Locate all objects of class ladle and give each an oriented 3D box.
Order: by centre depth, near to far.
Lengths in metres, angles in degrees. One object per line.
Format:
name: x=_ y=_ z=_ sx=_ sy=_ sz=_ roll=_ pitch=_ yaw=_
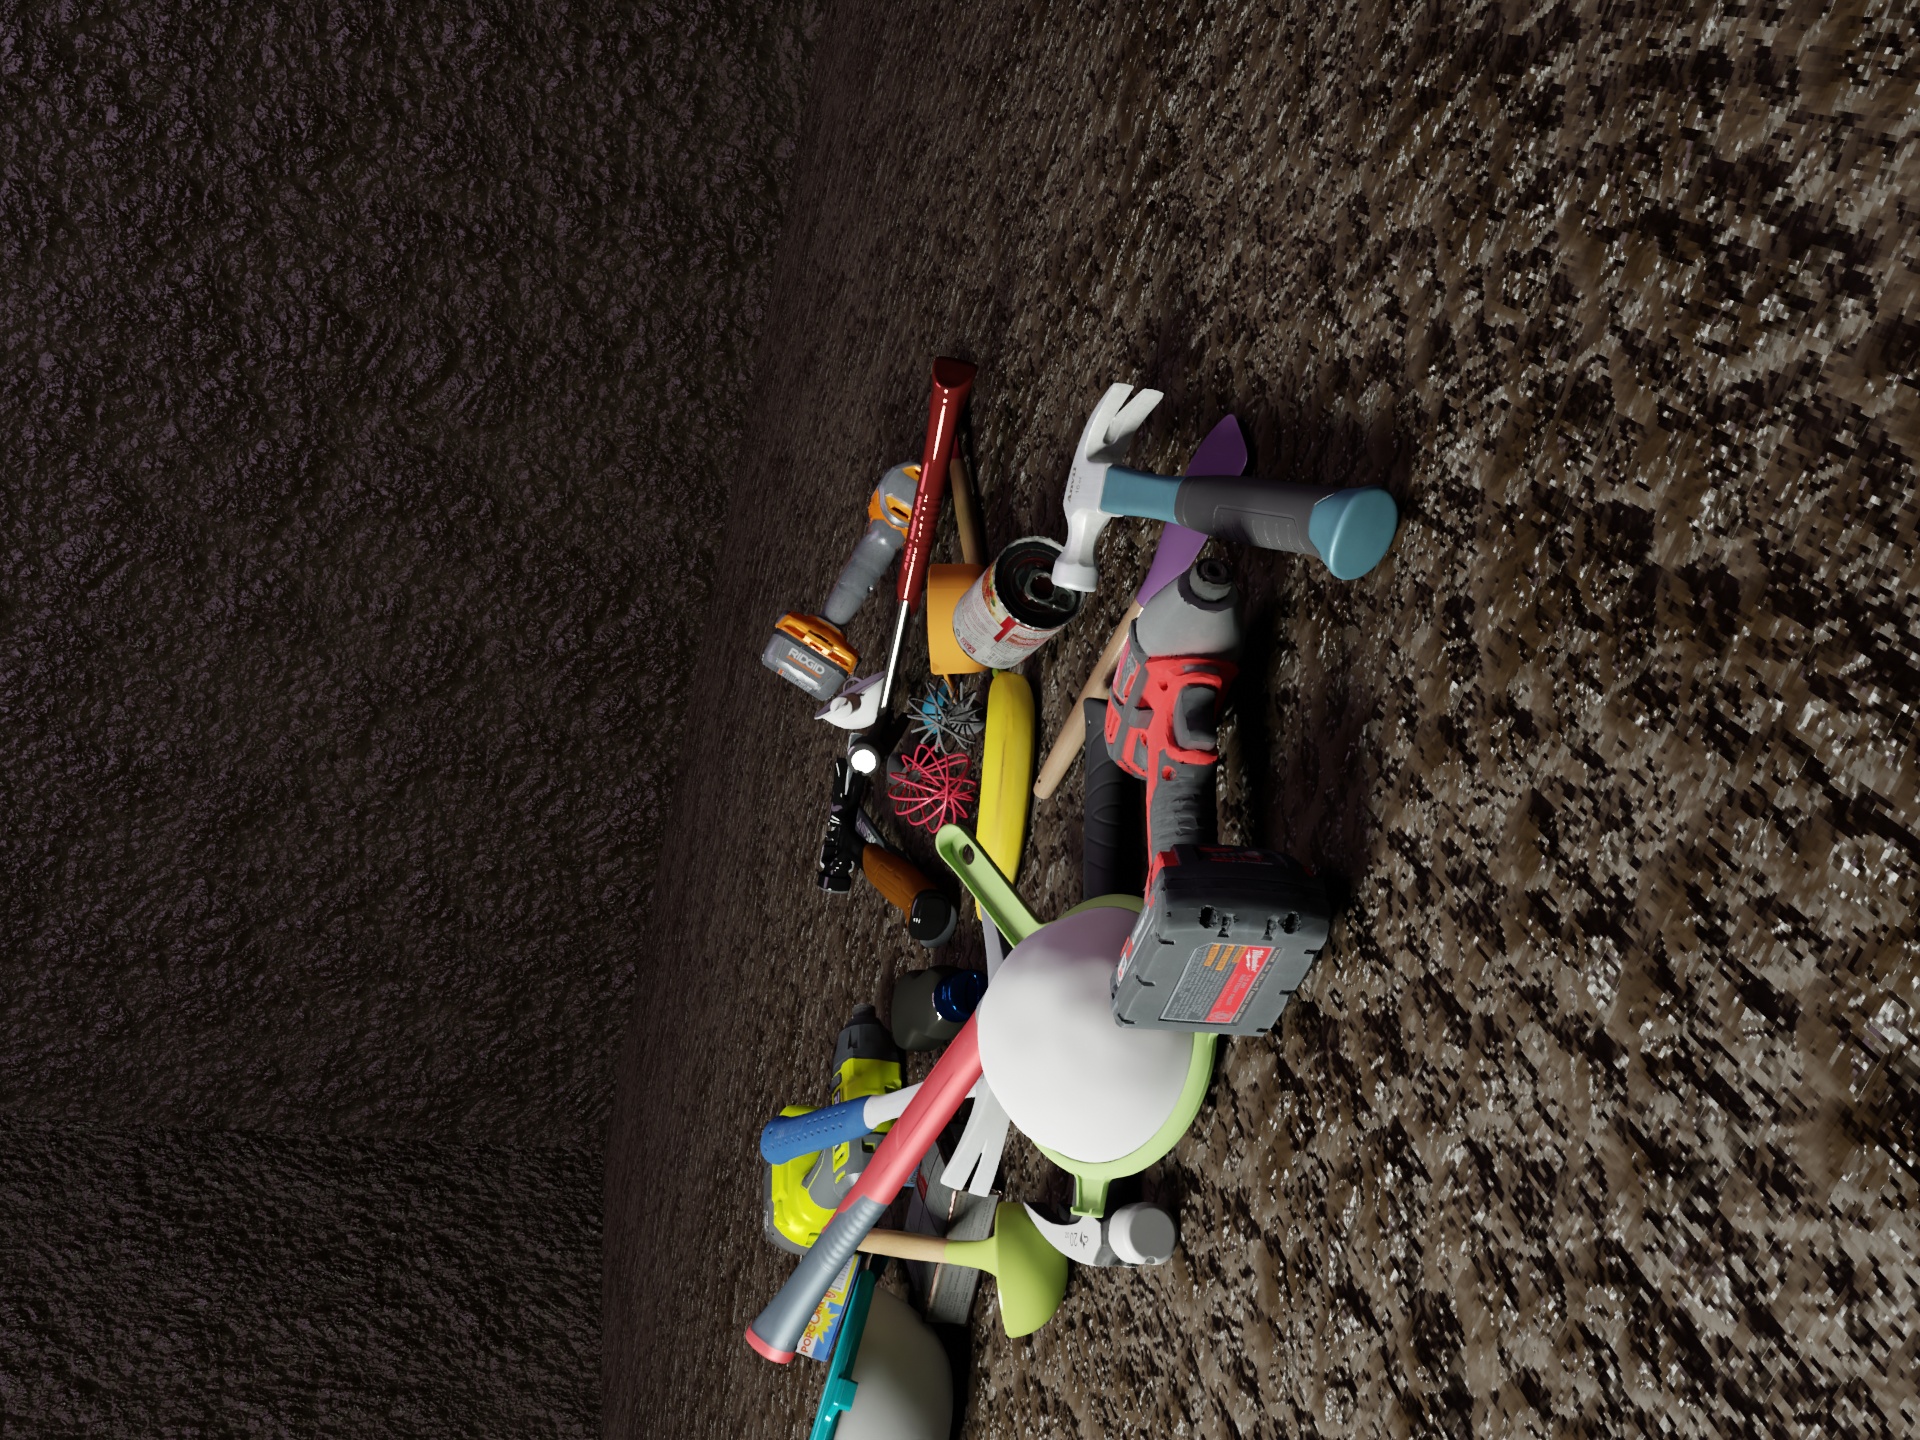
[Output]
ladle: x=-0.029 y=0.356 z=1.065 sx=0.320 sy=0.062 sz=0.078 roll=-21 pitch=71 yaw=56
ladle: x=0.001 y=-0.208 z=1.405 sx=0.069 sy=0.031 sz=0.316 roll=114 pitch=156 yaw=-45

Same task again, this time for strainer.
strainer: x=0.033 y=0.133 z=0.876 sx=0.151 sy=0.069 sz=0.257 roll=-58 pitch=43 yaw=17
strainer: x=-0.050 y=0.489 z=1.167 sx=0.340 sy=0.095 sz=0.211 roll=-59 pitch=-14 yaw=-78
strainer: x=-0.100 y=-0.014 z=1.467 sx=0.050 sy=0.087 sz=0.258 roll=58 pitch=-178 yaw=-2

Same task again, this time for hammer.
hammer: x=0.131 y=-0.116 z=0.861 sx=0.331 sy=0.033 sz=0.128 roll=-148 pitch=66 yaw=-68
hammer: x=0.083 y=0.144 z=0.937 sx=0.146 sy=0.035 sz=0.335 roll=138 pitch=138 yaw=-65
hammer: x=-0.051 y=0.291 z=1.064 sx=0.386 sy=0.038 sz=0.143 roll=-58 pitch=22 yaw=28
hammer: x=-0.063 y=0.299 z=1.199 sx=0.405 sy=0.035 sz=0.144 roll=-36 pitch=36 yaw=55
hammer: x=-0.066 y=0.116 z=1.348 sx=0.337 sy=0.034 sz=0.127 roll=-157 pitch=76 yaw=-72
hammer: x=-0.038 y=-0.136 z=1.381 sx=0.149 sy=0.037 sz=0.359 roll=-62 pitch=-14 yaw=-68
hammer: x=-0.067 y=0.119 z=1.464 sx=0.409 sy=0.036 sz=0.149 roll=-143 pitch=63 yaw=-71

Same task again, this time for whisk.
whisk: x=-0.003 y=-0.003 z=1.173 sx=0.239 sy=0.055 sz=0.055 roll=1 pitch=-82 yaw=-84
whisk: x=-0.037 y=0.050 z=1.363 sx=0.296 sy=0.073 sz=0.073 roll=-167 pitch=85 yaw=-80

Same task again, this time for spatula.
spatula: x=0.105 y=-0.057 z=0.986 sx=0.060 sy=0.018 sz=0.315 roll=-99 pitch=24 yaw=-43

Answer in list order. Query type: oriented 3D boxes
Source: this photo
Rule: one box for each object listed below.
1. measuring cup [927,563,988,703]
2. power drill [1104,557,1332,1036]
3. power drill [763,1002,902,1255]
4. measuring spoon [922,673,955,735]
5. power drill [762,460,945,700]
measuring cup: x=0.008 y=-0.060 z=1.286 sx=0.173 sy=0.052 sz=0.095 roll=76 pitch=-167 yaw=-60
power drill: x=0.116 y=0.032 z=0.786 sx=0.143 sy=0.078 sz=0.220 roll=103 pitch=169 yaw=-50
power drill: x=-0.109 y=0.370 z=1.422 sx=0.223 sy=0.080 sz=0.171 roll=122 pitch=152 yaw=-47
measuring spoon: x=-0.015 y=-0.051 z=1.368 sx=0.042 sy=0.021 sz=0.129 roll=44 pitch=-125 yaw=-78
power drill: x=-0.097 y=-0.132 z=1.500 sx=0.226 sy=0.084 sz=0.164 roll=-58 pitch=6 yaw=-5
